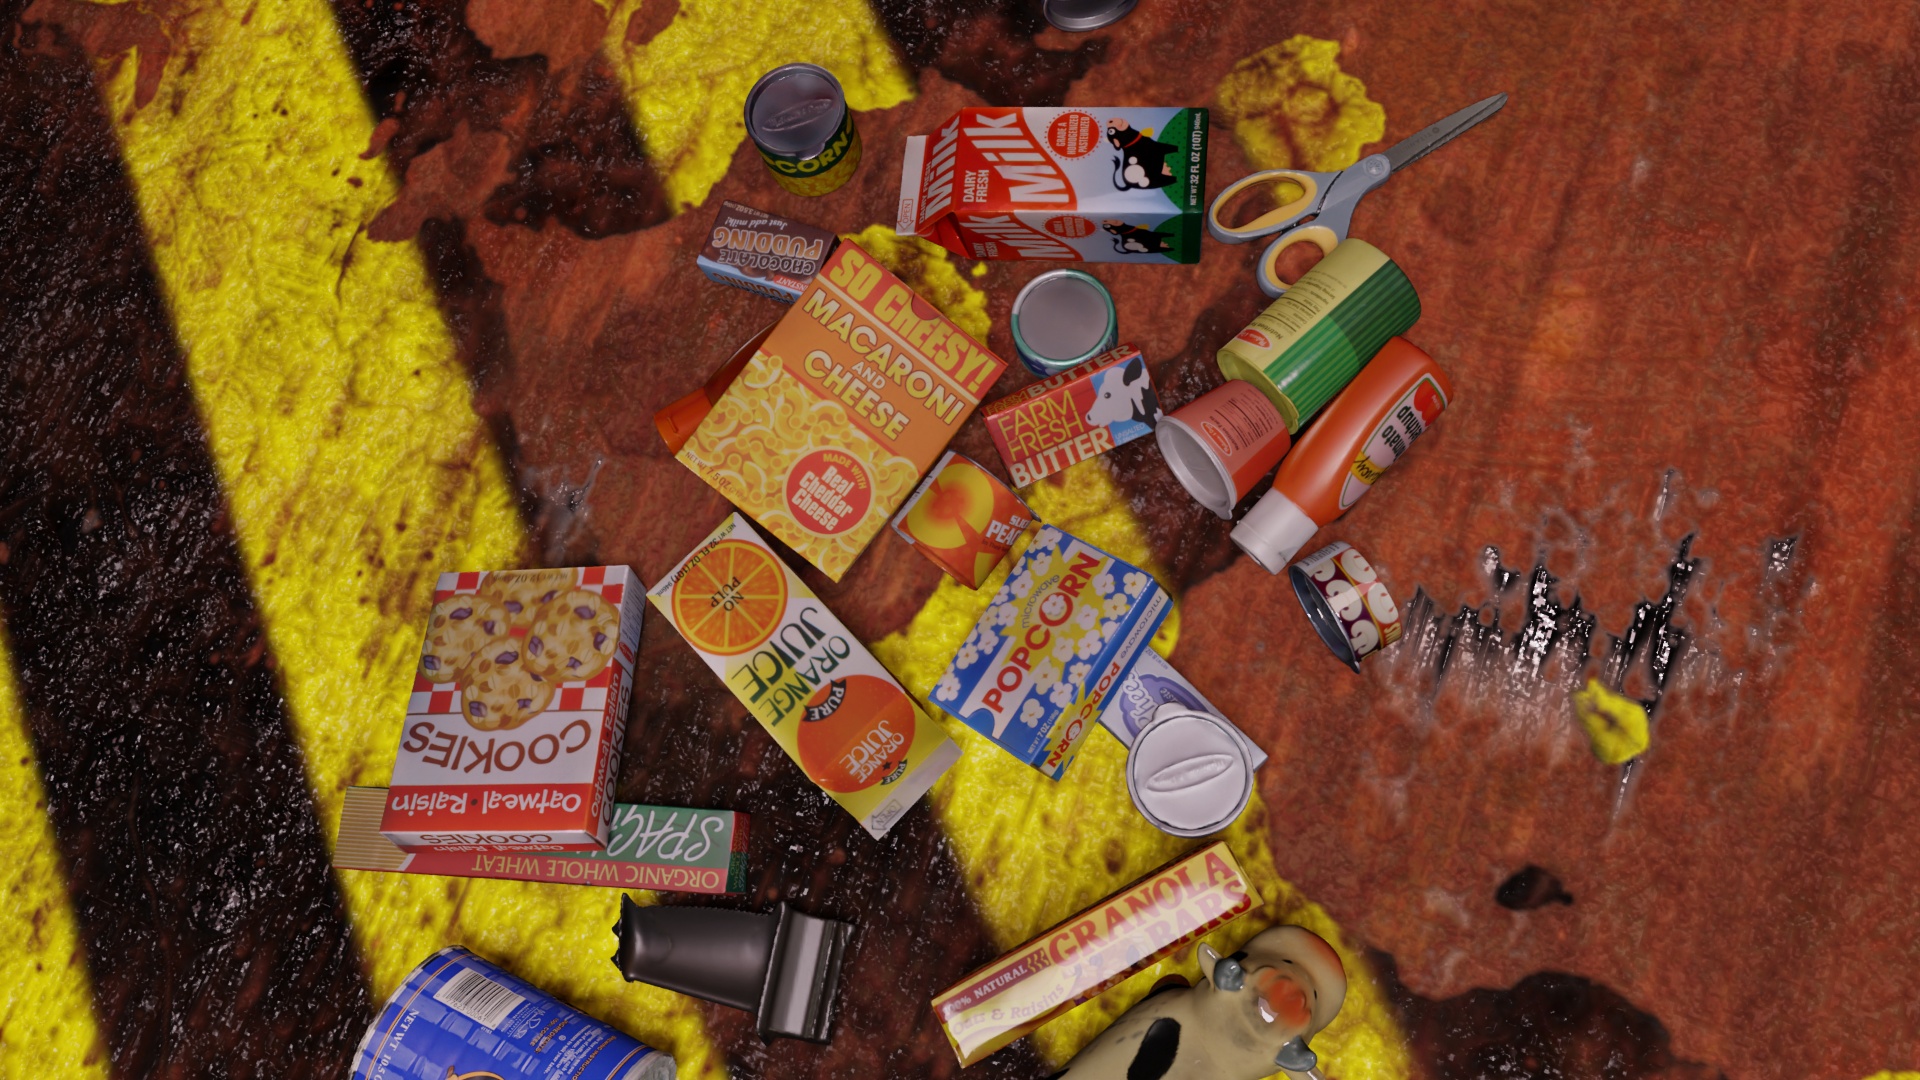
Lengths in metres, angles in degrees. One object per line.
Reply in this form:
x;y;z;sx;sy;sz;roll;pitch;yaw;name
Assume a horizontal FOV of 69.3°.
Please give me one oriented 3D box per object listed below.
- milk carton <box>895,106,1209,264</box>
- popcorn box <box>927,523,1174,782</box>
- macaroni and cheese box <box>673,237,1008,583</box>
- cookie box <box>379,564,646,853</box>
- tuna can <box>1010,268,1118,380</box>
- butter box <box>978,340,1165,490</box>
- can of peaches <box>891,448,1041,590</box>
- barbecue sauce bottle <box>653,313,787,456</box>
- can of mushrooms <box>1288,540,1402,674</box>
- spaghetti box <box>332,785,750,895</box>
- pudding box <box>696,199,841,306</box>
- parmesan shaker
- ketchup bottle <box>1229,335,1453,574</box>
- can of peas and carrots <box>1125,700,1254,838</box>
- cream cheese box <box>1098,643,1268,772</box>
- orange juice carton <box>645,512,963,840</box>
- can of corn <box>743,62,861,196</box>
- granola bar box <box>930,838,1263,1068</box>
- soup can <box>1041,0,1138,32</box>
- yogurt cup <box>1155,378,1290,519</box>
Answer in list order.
0.056;-0.221;0.866;0.191;0.073;0.072;4;77;9;milk carton
0.052;0.062;0.796;0.085;0.038;0.127;28;80;38;popcorn box
-0.070;-0.077;0.834;0.124;0.040;0.166;38;92;-4;macaroni and cheese box
-0.262;0.100;0.827;0.123;0.040;0.168;-2;61;7;cookie box
0.066;-0.131;0.862;0.071;0.032;0.071;-2;75;8;tuna can
0.068;-0.075;0.839;0.103;0.024;0.053;-23;115;2;butter box
0.003;-0.010;0.822;0.071;0.071;0.058;37;84;15;can of peaches
-0.120;-0.100;0.875;0.148;0.043;0.065;-29;79;1;barbecue sauce bottle
0.217;0.037;0.780;0.033;0.071;0.071;-30;74;-1;can of mushrooms
-0.250;0.179;0.828;0.250;0.028;0.050;2;75;9;spaghetti box
-0.123;-0.184;0.905;0.084;0.030;0.050;20;80;13;pudding box
0.214;-0.120;0.820;0.103;0.071;0.071;-41;74;-4;parmesan shaker
0.219;-0.046;0.807;0.148;0.064;0.043;-48;54;4;ketchup bottle
0.122;0.125;0.748;0.071;0.058;0.071;-2;76;9;can of peas and carrots
0.120;0.107;0.797;0.104;0.024;0.053;43;86;16;cream cheese box
-0.087;0.079;0.809;0.072;0.073;0.193;-44;75;-4;orange juice carton
-0.101;-0.265;0.908;0.071;0.058;0.071;-2;75;7;can of corn
0.072;0.211;0.725;0.165;0.124;0.039;-29;75;0;granola bar box
0.078;-0.390;0.908;0.071;0.071;0.084;-12;74;5;soup can
0.156;-0.058;0.816;0.054;0.072;0.072;-36;74;-11;yogurt cup
